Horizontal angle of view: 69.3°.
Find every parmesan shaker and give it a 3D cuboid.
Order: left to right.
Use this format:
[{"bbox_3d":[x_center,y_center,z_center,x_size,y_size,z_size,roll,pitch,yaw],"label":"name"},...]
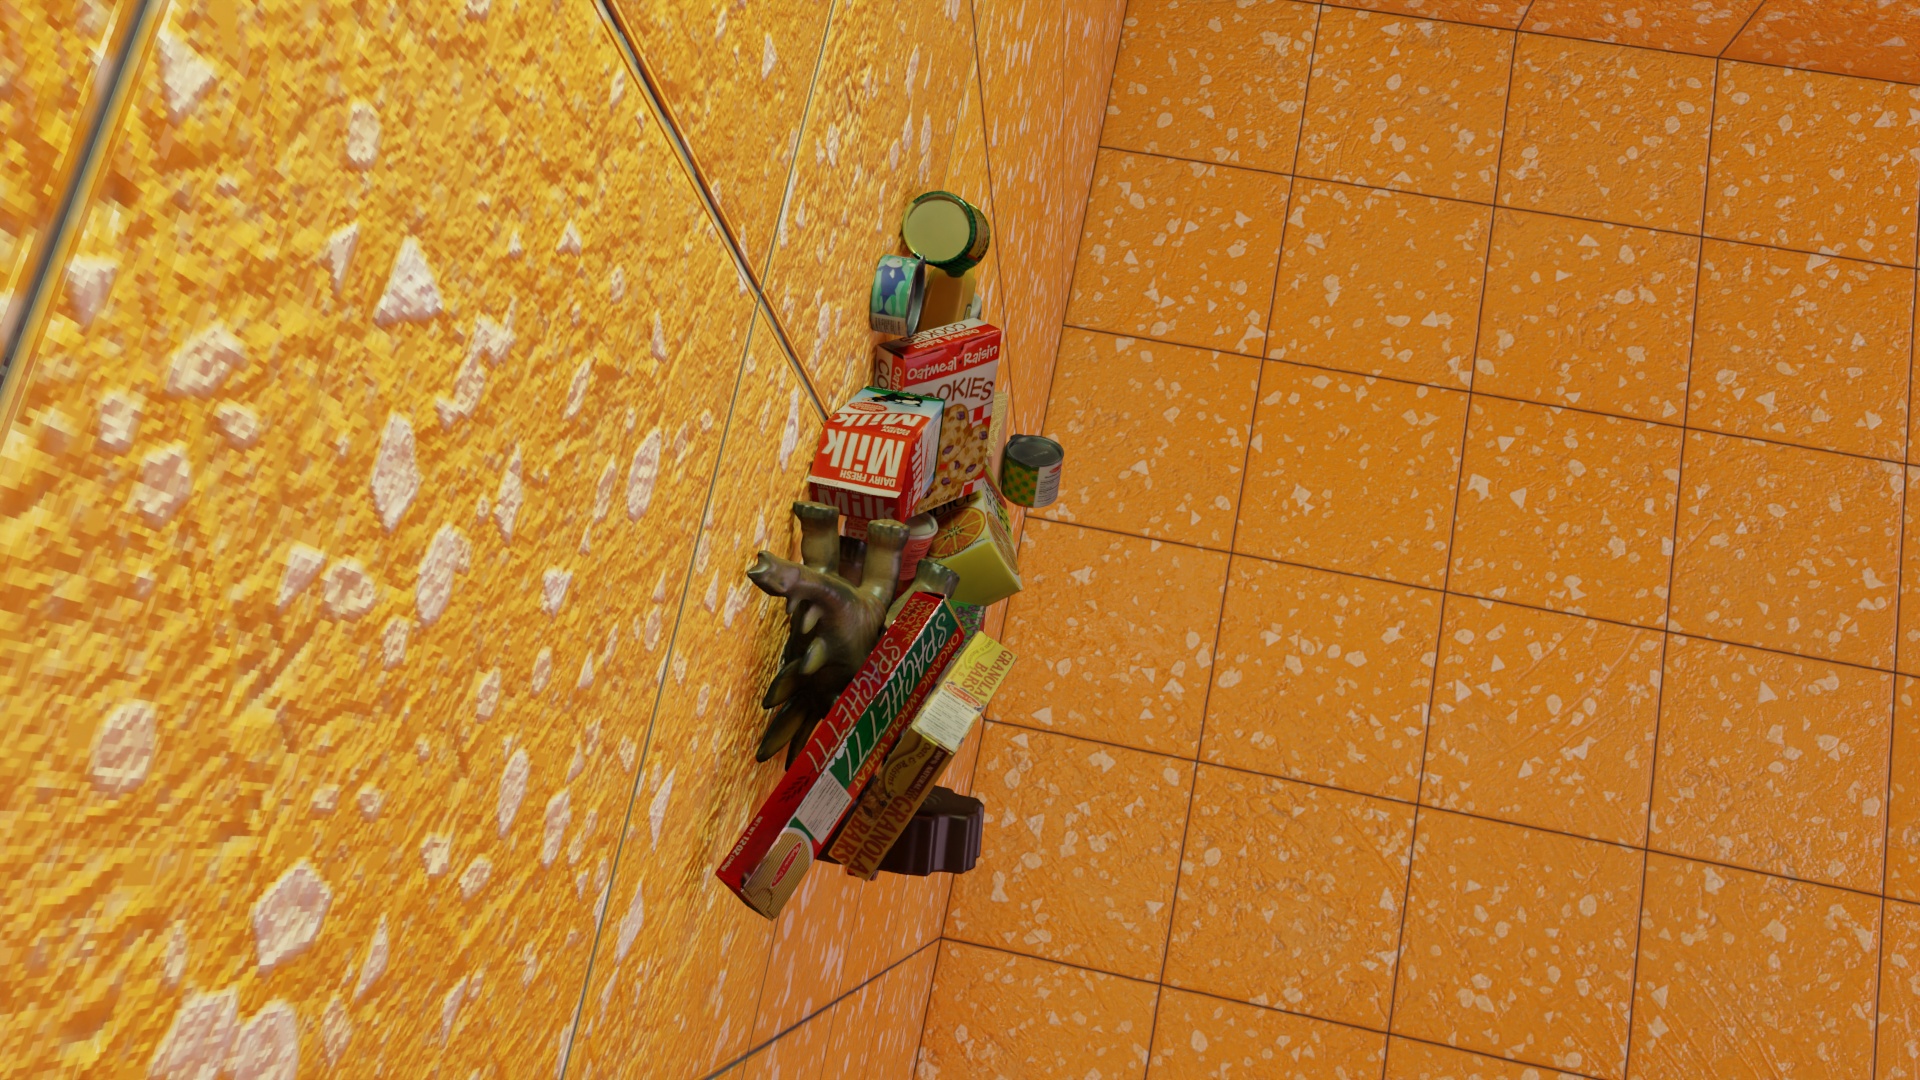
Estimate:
[{"bbox_3d":[-0.011,-0.275,1.253,0.103,0.071,0.071,-47,147,-78],"label":"parmesan shaker"}]

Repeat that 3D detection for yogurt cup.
[{"bbox_3d":[-0.060,0.001,1.301,0.073,0.072,0.053,-67,174,-63],"label":"yogurt cup"}]

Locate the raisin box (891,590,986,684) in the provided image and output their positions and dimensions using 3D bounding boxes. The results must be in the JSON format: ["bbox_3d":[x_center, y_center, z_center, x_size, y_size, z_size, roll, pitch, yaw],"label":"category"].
[{"bbox_3d":[-0.044,0.089,1.300,0.086,0.123,0.039,-71,169,-53],"label":"raisin box"}]

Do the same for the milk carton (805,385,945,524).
[{"bbox_3d":[-0.066,-0.065,1.101,0.191,0.072,0.073,-64,164,-71],"label":"milk carton"}]

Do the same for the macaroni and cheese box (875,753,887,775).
[{"bbox_3d":[-0.091,0.223,1.478,0.167,0.040,0.123,-71,168,-56],"label":"macaroni and cheese box"}]

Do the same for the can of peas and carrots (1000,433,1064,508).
[{"bbox_3d":[0.079,-0.079,1.566,0.071,0.071,0.058,-71,169,-55],"label":"can of peas and carrots"}]

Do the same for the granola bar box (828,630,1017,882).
[{"bbox_3d":[-0.029,0.160,1.032,0.164,0.039,0.125,-59,175,37],"label":"granola bar box"}]

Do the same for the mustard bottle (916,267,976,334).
[{"bbox_3d":[-0.013,-0.231,1.389,0.065,0.049,0.160,84,17,-79],"label":"mustard bottle"}]

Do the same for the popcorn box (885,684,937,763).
[{"bbox_3d":[-0.048,0.209,1.466,0.127,0.038,0.084,-71,169,-57],"label":"popcorn box"}]

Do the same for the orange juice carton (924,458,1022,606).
[{"bbox_3d":[0.005,-0.017,1.392,0.072,0.072,0.193,56,15,-34],"label":"orange juice carton"}]

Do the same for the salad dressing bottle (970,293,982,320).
[{"bbox_3d":[0.000,-0.214,1.554,0.146,0.044,0.064,92,12,-55],"label":"salad dressing bottle"}]

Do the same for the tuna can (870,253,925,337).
[{"bbox_3d":[-0.052,-0.208,1.164,0.071,0.033,0.071,7,93,-84],"label":"tuna can"}]

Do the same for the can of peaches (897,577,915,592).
[{"bbox_3d":[-0.056,0.039,1.412,0.071,0.058,0.071,8,93,-84],"label":"can of peaches"}]

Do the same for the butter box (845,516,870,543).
[{"bbox_3d":[-0.086,-0.003,1.234,0.053,0.024,0.103,-69,168,-62],"label":"butter box"}]

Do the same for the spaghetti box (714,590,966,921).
[{"bbox_3d":[-0.077,0.143,0.962,0.251,0.029,0.050,-55,141,-25],"label":"spaghetti box"}]

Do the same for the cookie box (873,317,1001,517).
[{"bbox_3d":[-0.025,-0.109,1.263,0.123,0.040,0.166,-23,131,-41],"label":"cookie box"}]
